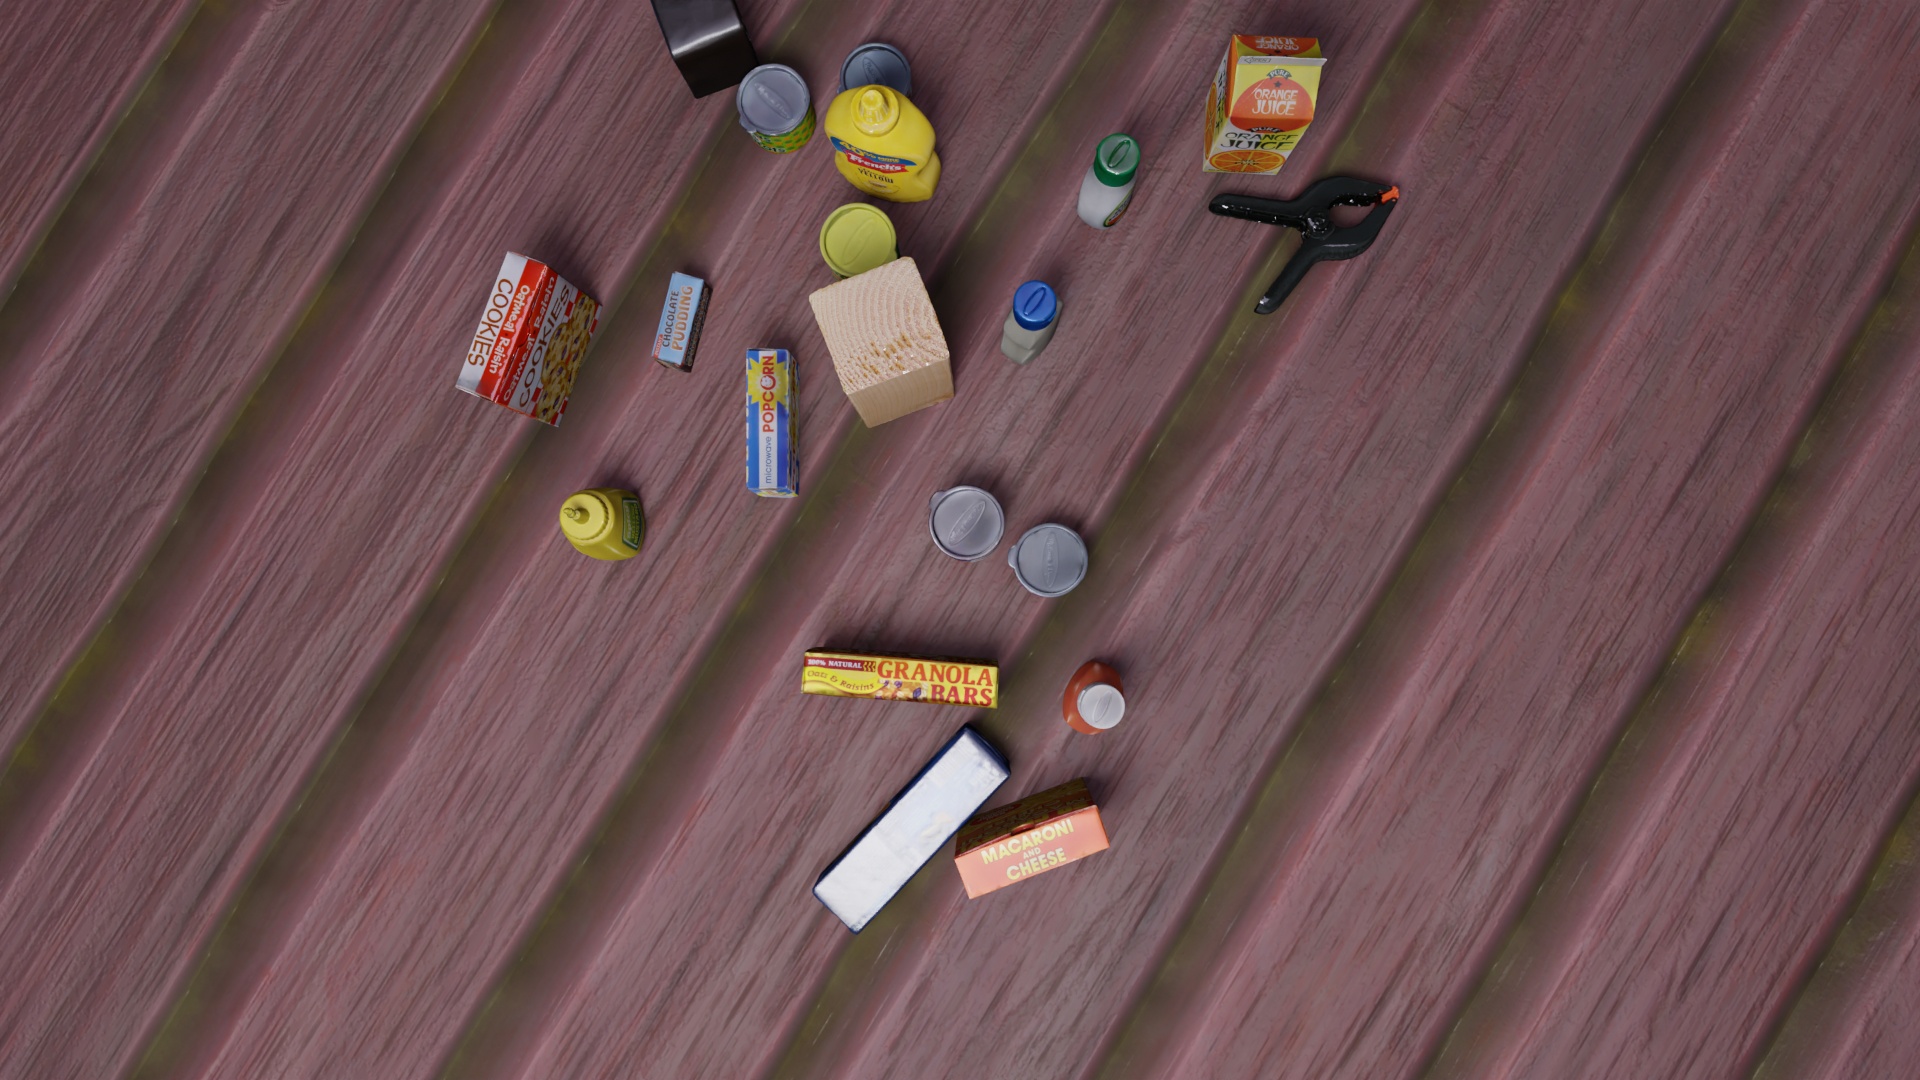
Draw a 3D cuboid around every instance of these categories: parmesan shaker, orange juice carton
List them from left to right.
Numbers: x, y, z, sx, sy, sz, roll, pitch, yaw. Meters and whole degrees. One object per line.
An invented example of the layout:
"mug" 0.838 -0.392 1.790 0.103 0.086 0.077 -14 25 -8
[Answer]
"parmesan shaker" -0.086 -0.256 1.252 0.071 0.103 0.071 0 87 1
"orange juice carton" 0.261 -0.383 1.208 0.072 0.192 0.073 3 87 1

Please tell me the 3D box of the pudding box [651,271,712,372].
"pudding box" -0.256 -0.201 1.279 0.030 0.049 0.083 14 87 2

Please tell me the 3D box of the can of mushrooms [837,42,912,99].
"can of mushrooms" -0.080 -0.426 1.297 0.071 0.033 0.071 0 87 1

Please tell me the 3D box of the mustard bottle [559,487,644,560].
"mustard bottle" -0.316 -0.016 1.214 0.049 0.160 0.065 -3 87 1

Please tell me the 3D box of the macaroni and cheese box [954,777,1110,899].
"macaroni and cheese box" 0.058 0.251 1.189 0.124 0.166 0.040 -21 87 0

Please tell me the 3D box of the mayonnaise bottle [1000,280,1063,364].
"mayonnaise bottle" 0.063 -0.196 1.224 0.041 0.148 0.065 36 89 2

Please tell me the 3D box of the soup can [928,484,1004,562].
"soup can" 0.004 -0.016 1.247 0.071 0.084 0.071 0 87 1

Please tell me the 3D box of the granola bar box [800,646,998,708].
"granola bar box" -0.049 0.118 1.220 0.166 0.124 0.039 4 88 1

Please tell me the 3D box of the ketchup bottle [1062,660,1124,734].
"ketchup bottle" 0.116 0.138 1.203 0.043 0.149 0.064 25 88 2

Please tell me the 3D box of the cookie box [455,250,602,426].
"cookie box" -0.374 -0.172 1.220 0.040 0.167 0.123 20 88 2

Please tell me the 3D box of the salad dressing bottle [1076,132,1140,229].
"salad dressing bottle" 0.133 -0.319 1.230 0.044 0.147 0.064 37 89 2

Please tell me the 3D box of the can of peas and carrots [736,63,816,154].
"can of peas and carrots" -0.171 -0.396 1.284 0.071 0.058 0.071 0 87 1

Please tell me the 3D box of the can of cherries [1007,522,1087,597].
"can of cherries" 0.078 0.018 1.256 0.071 0.058 0.071 0 87 1

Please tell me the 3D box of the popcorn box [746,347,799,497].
"popcorn box" -0.169 -0.104 1.254 0.038 0.085 0.126 -1 87 1
